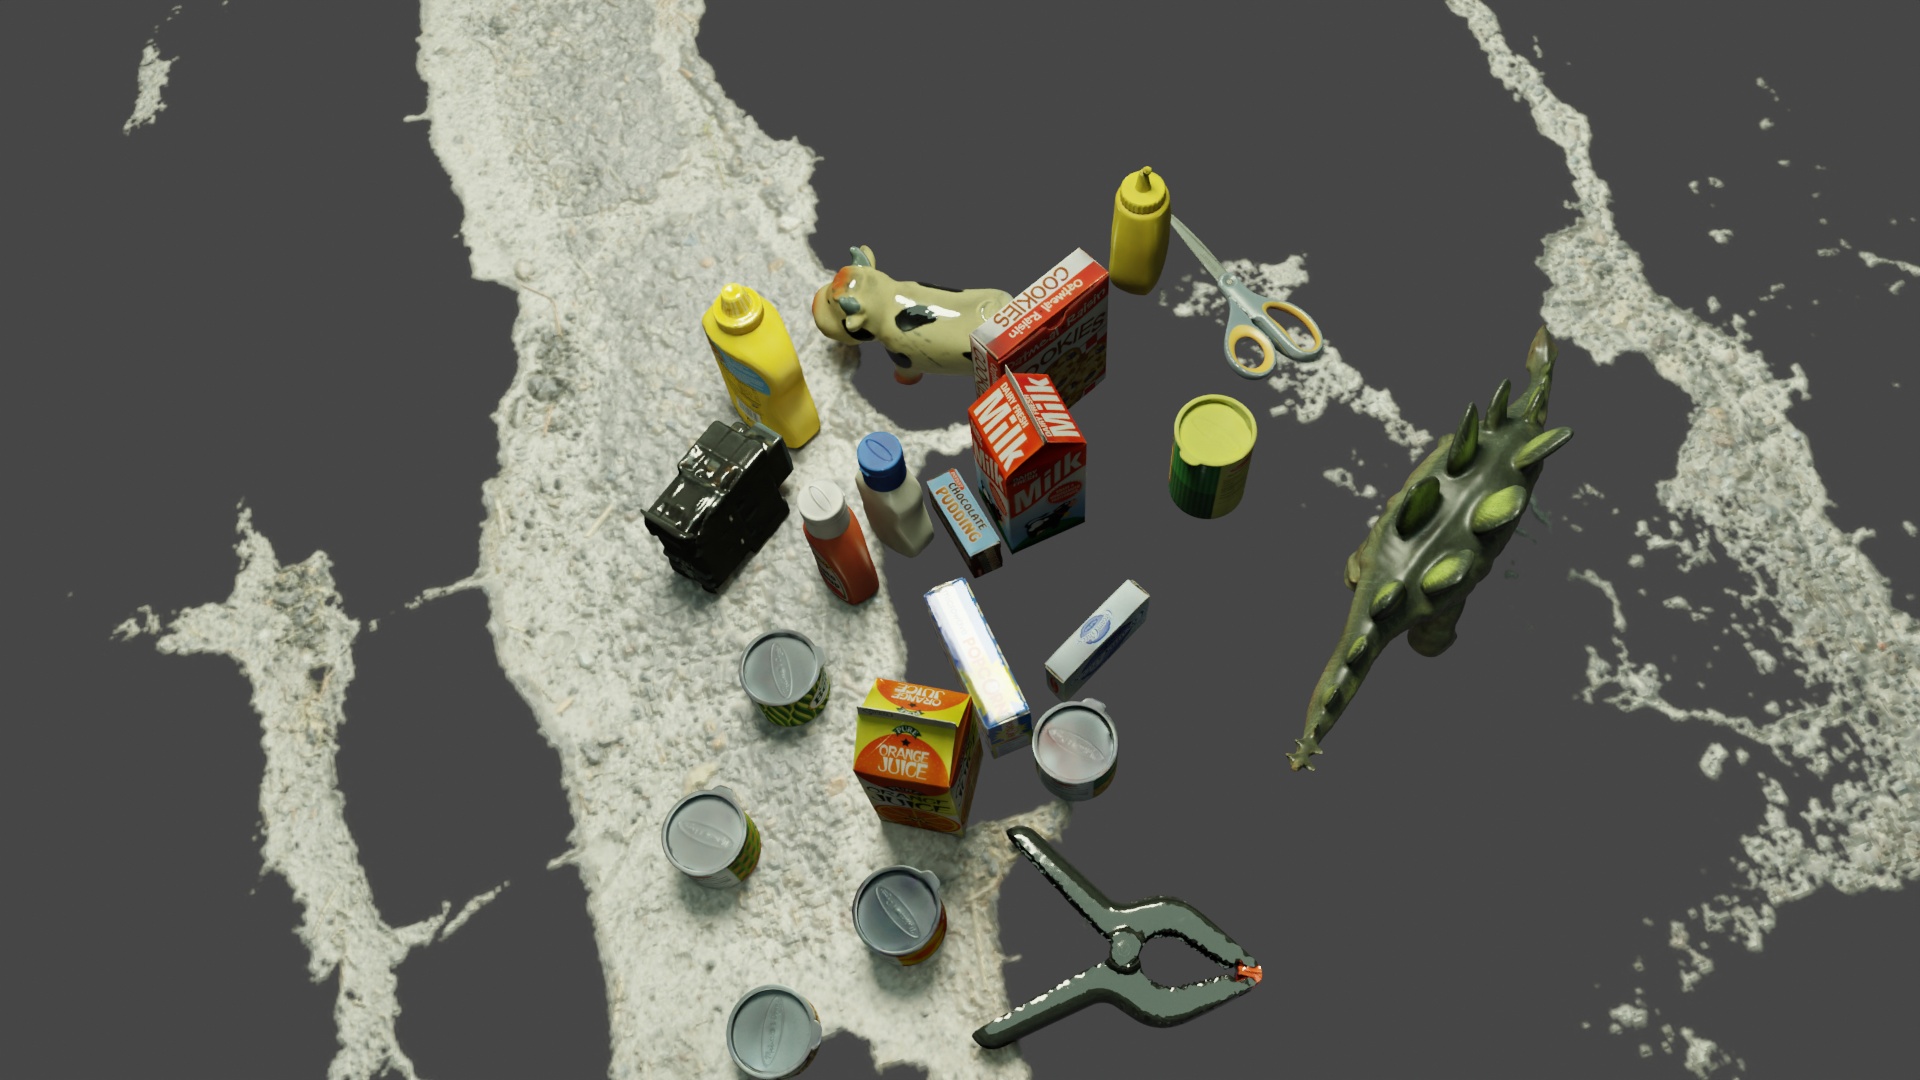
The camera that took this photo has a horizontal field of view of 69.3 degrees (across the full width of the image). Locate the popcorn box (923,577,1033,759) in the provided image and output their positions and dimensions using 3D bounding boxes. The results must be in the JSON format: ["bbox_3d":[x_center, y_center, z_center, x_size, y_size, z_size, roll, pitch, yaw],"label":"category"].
[{"bbox_3d":[0.015,0.102,1.112,0.038,0.085,0.127,-24,65,-6],"label":"popcorn box"}]

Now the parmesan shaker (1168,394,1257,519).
[{"bbox_3d":[0.208,-0.066,1.167,0.071,0.102,0.071,-2,65,4],"label":"parmesan shaker"}]

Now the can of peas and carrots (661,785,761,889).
[{"bbox_3d":[-0.192,0.231,1.082,0.071,0.058,0.071,-2,65,4],"label":"can of peas and carrots"}]

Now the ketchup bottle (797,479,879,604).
[{"bbox_3d":[-0.102,-0.002,1.136,0.043,0.148,0.065,-35,67,-11],"label":"ketchup bottle"}]

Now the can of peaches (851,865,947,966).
[{"bbox_3d":[-0.043,0.282,1.046,0.071,0.058,0.071,-2,65,4],"label":"can of peaches"}]

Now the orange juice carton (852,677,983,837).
[{"bbox_3d":[-0.030,0.158,1.030,0.072,0.192,0.073,10,66,9],"label":"orange juice carton"}]

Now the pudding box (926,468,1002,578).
[{"bbox_3d":[0.004,-0.015,1.188,0.030,0.049,0.084,-27,66,-8],"label":"pudding box"}]

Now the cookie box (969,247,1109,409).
[{"bbox_3d":[0.070,-0.155,1.184,0.123,0.166,0.040,-40,68,-14],"label":"cookie box"}]

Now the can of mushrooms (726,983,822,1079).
[{"bbox_3d":[-0.135,0.365,1.028,0.071,0.033,0.071,-2,65,4],"label":"can of mushrooms"}]

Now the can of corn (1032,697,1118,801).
[{"bbox_3d":[0.092,0.164,1.091,0.071,0.058,0.071,-2,65,4],"label":"can of corn"}]

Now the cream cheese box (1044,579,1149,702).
[{"bbox_3d":[0.111,0.082,1.131,0.024,0.053,0.104,41,74,20],"label":"cream cheese box"}]

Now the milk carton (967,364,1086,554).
[{"bbox_3d":[0.055,-0.068,1.131,0.073,0.189,0.072,-24,66,-7],"label":"milk carton"}]

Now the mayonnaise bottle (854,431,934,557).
[{"bbox_3d":[-0.057,-0.039,1.150,0.065,0.147,0.041,39,74,20],"label":"mayonnaise bottle"}]

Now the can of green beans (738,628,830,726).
[{"bbox_3d":[-0.143,0.113,1.135,0.071,0.057,0.071,-2,65,4],"label":"can of green beans"}]

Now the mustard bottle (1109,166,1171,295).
[{"bbox_3d":[0.162,-0.285,1.243,0.049,0.159,0.065,17,68,12],"label":"mustard bottle"}]
